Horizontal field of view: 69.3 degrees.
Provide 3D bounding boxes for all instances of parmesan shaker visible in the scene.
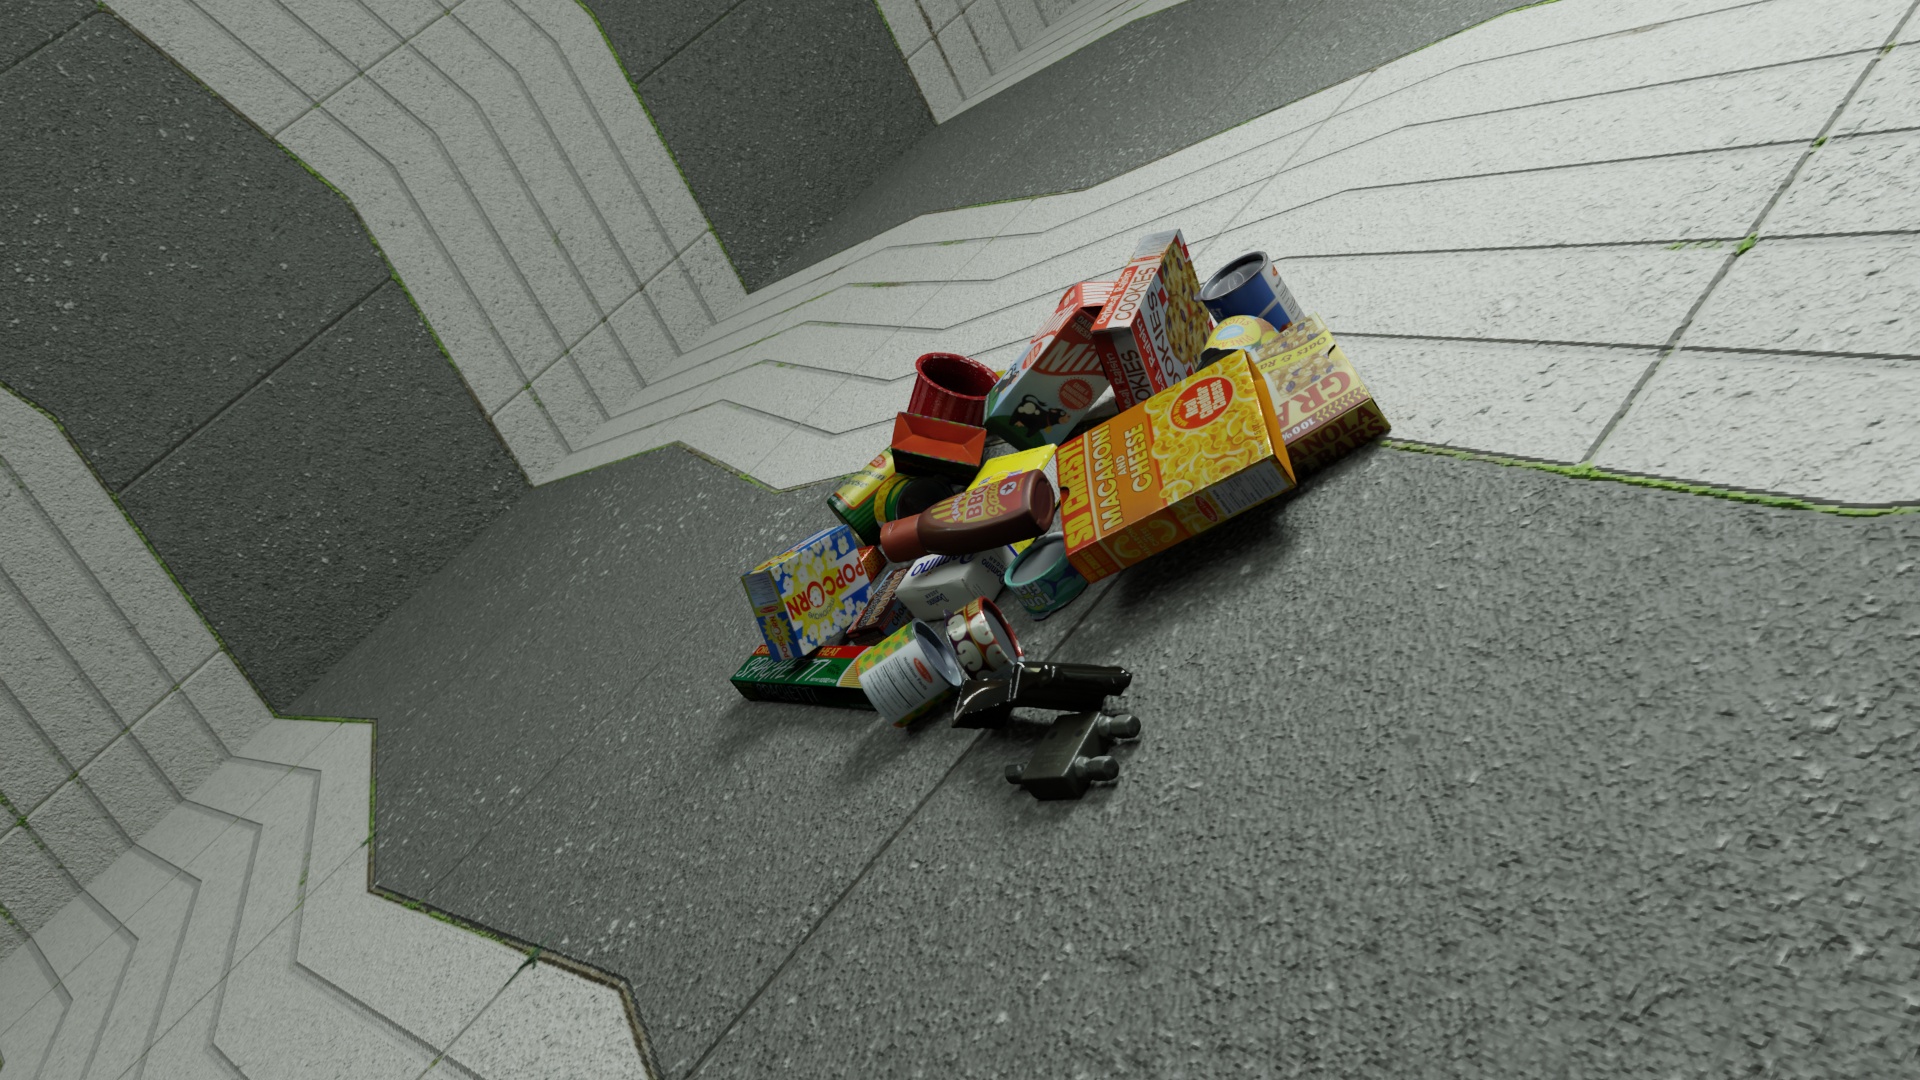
[{"bbox_3d":[-0.080,-0.049,1.445,0.103,0.071,0.071,-42,22,-9],"label":"parmesan shaker"}]

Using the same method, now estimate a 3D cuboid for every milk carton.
[{"bbox_3d":[0.106,-0.172,1.313,0.190,0.073,0.073,-50,15,23],"label":"milk carton"}]

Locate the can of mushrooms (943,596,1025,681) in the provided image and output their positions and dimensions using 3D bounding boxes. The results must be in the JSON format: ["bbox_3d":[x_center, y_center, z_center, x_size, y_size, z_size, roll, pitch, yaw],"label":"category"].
[{"bbox_3d":[0.017,0.075,1.039,0.033,0.071,0.071,-31,23,14],"label":"can of mushrooms"}]

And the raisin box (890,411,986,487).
[{"bbox_3d":[-0.021,-0.086,1.335,0.123,0.086,0.040,95,-174,-82],"label":"raisin box"}]

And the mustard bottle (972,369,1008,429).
[{"bbox_3d":[0.044,-0.150,1.473,0.160,0.048,0.065,-7,38,52],"label":"mustard bottle"}]

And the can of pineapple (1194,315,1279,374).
[{"bbox_3d":[0.230,-0.145,1.145,0.071,0.071,0.058,-22,26,35],"label":"can of pineapple"}]

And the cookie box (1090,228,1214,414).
[{"bbox_3d":[0.173,-0.178,1.221,0.040,0.122,0.168,-5,37,31],"label":"cookie box"}]

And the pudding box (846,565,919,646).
[{"bbox_3d":[-0.059,0.061,1.242,0.049,0.030,0.084,-15,31,46],"label":"pudding box"}]

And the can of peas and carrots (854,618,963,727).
[{"bbox_3d":[-0.039,0.103,1.082,0.058,0.071,0.071,-35,22,11],"label":"can of peas and carrots"}]

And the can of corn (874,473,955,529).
[{"bbox_3d":[-0.043,-0.033,1.351,0.071,0.071,0.058,-45,22,-16],"label":"can of corn"}]

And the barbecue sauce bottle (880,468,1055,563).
[{"bbox_3d":[0.004,-0.015,1.160,0.148,0.043,0.065,-16,34,27],"label":"barbecue sauce bottle"}]

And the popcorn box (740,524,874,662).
[{"bbox_3d":[-0.135,0.046,1.264,0.038,0.085,0.127,-13,12,34],"label":"popcorn box"}]

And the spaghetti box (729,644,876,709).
[{"bbox_3d":[-0.128,0.120,1.235,0.249,0.028,0.050,-5,38,54],"label":"spaghetti box"}]

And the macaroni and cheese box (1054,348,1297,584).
[{"bbox_3d":[0.150,-0.055,1.014,0.166,0.040,0.124,-27,38,22],"label":"macaroni and cheese box"}]

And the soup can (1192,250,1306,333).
[{"bbox_3d":[0.251,-0.192,1.186,0.071,0.083,0.071,-33,22,15],"label":"soup can"}]

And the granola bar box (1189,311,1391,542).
[{"bbox_3d":[0.222,-0.087,1.047,0.165,0.039,0.125,-32,36,16],"label":"granola bar box"}]

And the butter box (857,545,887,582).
[{"bbox_3d":[-0.120,0.049,1.367,0.053,0.024,0.104,-13,33,49],"label":"butter box"}]

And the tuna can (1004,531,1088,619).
[{"bbox_3d":[0.069,0.027,1.104,0.071,0.032,0.071,-32,22,15],"label":"tuna can"}]

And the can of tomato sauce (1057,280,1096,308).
[{"bbox_3d":[0.142,-0.232,1.456,0.071,0.071,0.083,-38,22,2],"label":"can of tomato sauce"}]
